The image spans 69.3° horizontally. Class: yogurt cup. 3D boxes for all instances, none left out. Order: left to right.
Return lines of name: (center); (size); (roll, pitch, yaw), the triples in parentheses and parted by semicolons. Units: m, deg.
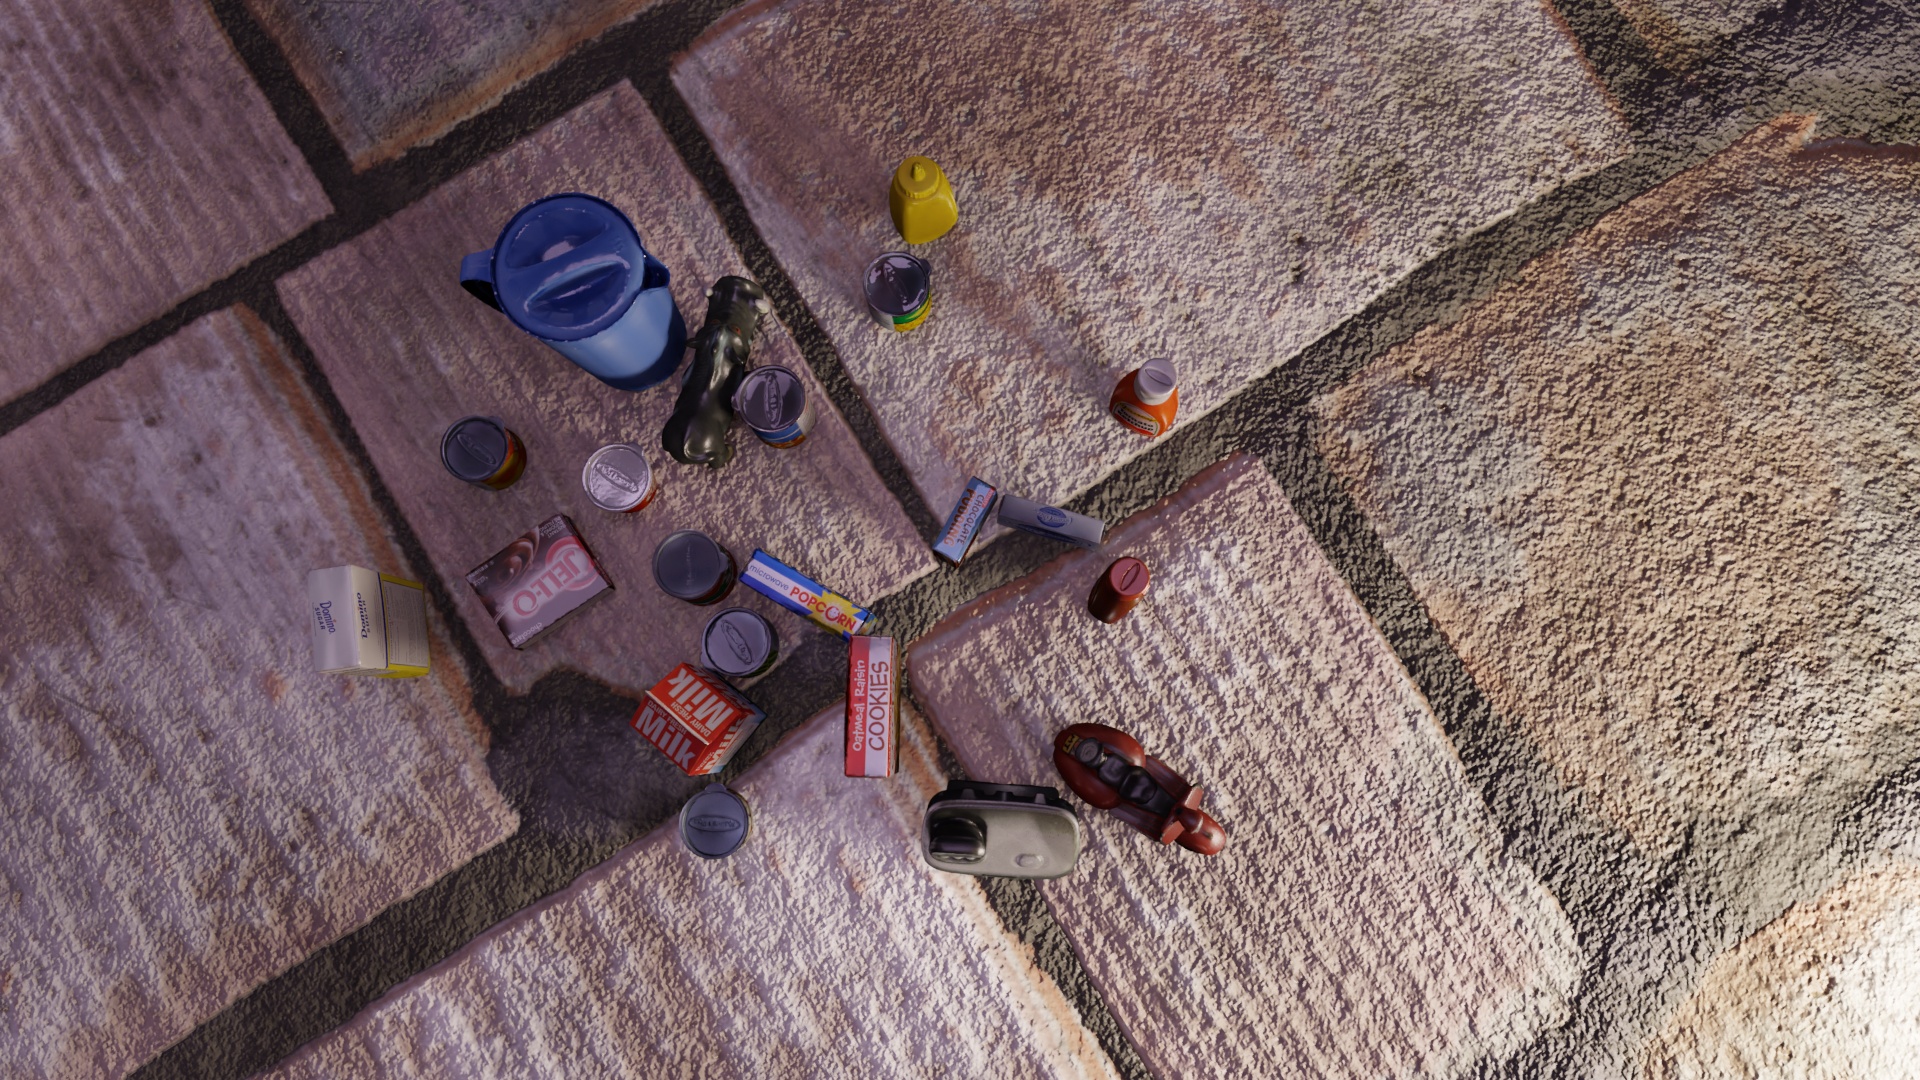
yogurt cup: (-0.331, -0.058, 1.362); (0.072, 0.054, 0.072); (0, 82, 1)

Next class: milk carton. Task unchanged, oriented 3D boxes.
milk carton: (-0.238, 0.162, 1.259); (0.072, 0.190, 0.073); (39, 84, 6)

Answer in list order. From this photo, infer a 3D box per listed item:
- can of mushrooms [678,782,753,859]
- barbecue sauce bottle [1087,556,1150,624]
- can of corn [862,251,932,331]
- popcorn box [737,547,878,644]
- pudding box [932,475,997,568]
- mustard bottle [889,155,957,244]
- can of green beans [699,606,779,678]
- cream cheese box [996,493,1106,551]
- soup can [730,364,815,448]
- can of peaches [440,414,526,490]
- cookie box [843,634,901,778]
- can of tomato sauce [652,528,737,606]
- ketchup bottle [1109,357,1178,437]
can of mushrooms: (-0.231, 0.266, 1.322); (0.071, 0.033, 0.071); (0, 82, 1)
barbecue sauce bottle: (0.151, 0.042, 1.293); (0.044, 0.148, 0.065); (34, 84, 5)
can of corn: (-0.060, -0.249, 1.385); (0.071, 0.058, 0.071); (0, 82, 1)
popcorn box: (-0.145, 0.056, 1.327); (0.127, 0.085, 0.038); (30, 83, 5)
pudding box: (0.005, -0.017, 1.354); (0.030, 0.049, 0.084); (28, 83, 5)
mustard bottle: (-0.038, -0.337, 1.347); (0.065, 0.160, 0.049); (-25, 82, -3)
can of green beans: (-0.211, 0.099, 1.335); (0.071, 0.057, 0.071); (0, 82, 1)
cream cheese box: (0.088, -0.017, 1.351); (0.104, 0.053, 0.024); (16, 83, 3)
soup can: (-0.181, -0.129, 1.356); (0.071, 0.083, 0.071); (0, 82, 1)
can of peaches: (-0.466, -0.087, 1.366); (0.071, 0.058, 0.071); (0, 82, 1)
cookie box: (-0.079, 0.153, 1.270); (0.040, 0.167, 0.123); (1, 82, 1)
can of tomato sauce: (-0.252, 0.027, 1.333); (0.071, 0.083, 0.071); (0, 82, 1)
ketchup bottle: (0.179, -0.138, 1.320); (0.065, 0.148, 0.043); (29, 84, 5)
